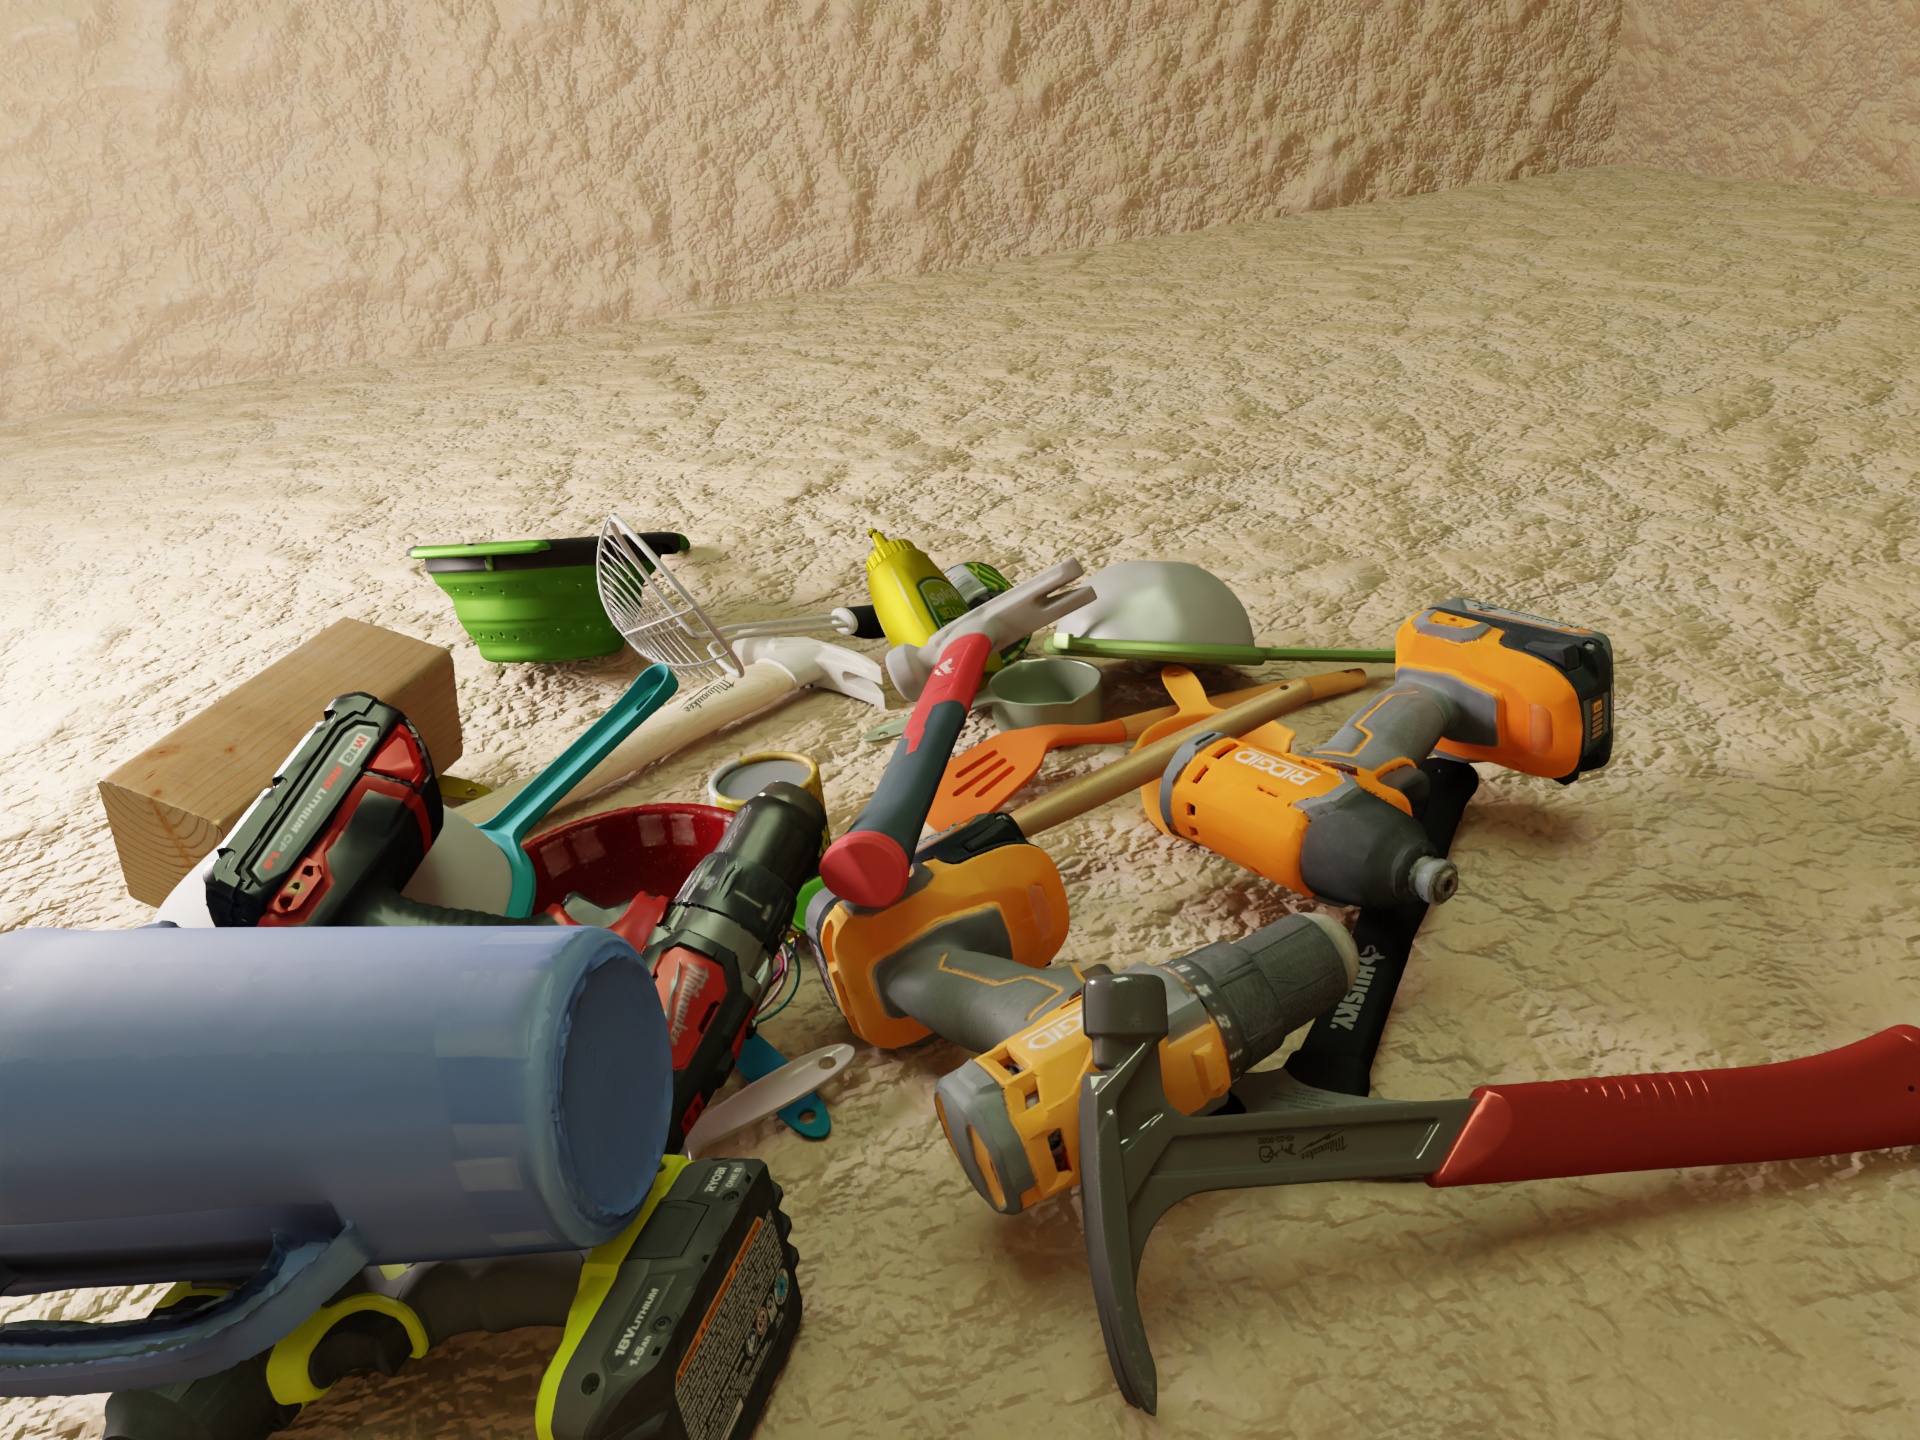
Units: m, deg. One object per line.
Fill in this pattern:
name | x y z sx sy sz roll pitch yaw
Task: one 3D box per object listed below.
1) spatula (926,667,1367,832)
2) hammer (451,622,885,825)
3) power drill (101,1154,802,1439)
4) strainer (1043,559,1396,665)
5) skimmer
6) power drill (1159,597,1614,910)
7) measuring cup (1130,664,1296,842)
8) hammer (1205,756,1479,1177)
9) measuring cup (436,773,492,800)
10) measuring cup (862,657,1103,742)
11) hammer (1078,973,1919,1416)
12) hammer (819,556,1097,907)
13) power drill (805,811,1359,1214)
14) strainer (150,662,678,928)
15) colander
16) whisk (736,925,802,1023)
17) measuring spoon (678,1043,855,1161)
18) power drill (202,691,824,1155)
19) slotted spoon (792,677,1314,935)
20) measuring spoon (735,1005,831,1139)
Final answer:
spatula | 0.123 0.010 1.018 0.322 0.041 0.081 -12 26 -20
hammer | -0.234 0.032 1.045 0.146 0.038 0.410 18 35 40
power drill | -0.186 0.224 0.581 0.223 0.080 0.171 -3 24 17
strainer | 0.185 -0.072 1.073 0.256 0.069 0.151 2 3 5
skimmer | -0.104 -0.087 1.091 0.127 0.090 0.363 45 28 22
power drill | 0.237 0.021 0.819 0.226 0.084 0.164 -27 30 -27
measuring cup | 0.145 0.018 0.960 0.095 0.052 0.174 -7 23 -1
hammer | 0.214 0.103 0.779 0.146 0.035 0.335 5 27 26
measuring cup | -0.390 0.047 1.076 0.156 0.029 0.062 9 31 6
measuring cup | 0.017 0.002 1.044 0.167 0.038 0.083 -17 27 -16
hammer | 0.222 0.163 0.597 0.359 0.149 0.036 -1 -14 -11
hammer | -0.001 -0.003 0.866 0.143 0.038 0.386 -27 13 15
power drill | 0.046 0.111 0.705 0.185 0.084 0.226 -24 22 -19
strainer | -0.284 0.058 0.809 0.211 0.095 0.340 13 51 47
colander | -0.305 -0.106 1.319 0.204 0.094 0.397 -2 7 12
whisk | -0.184 0.155 0.743 0.245 0.051 0.047 -25 17 -13
measuring spoon | -0.097 0.180 0.710 0.124 0.018 0.034 -25 39 -32
power drill | -0.184 0.073 0.701 0.226 0.080 0.188 25 59 3
slotted spoon | 0.054 0.049 0.868 0.314 0.031 0.070 -25 28 -6
measuring spoon | -0.098 0.164 0.757 0.042 0.021 0.129 -29 41 -25
